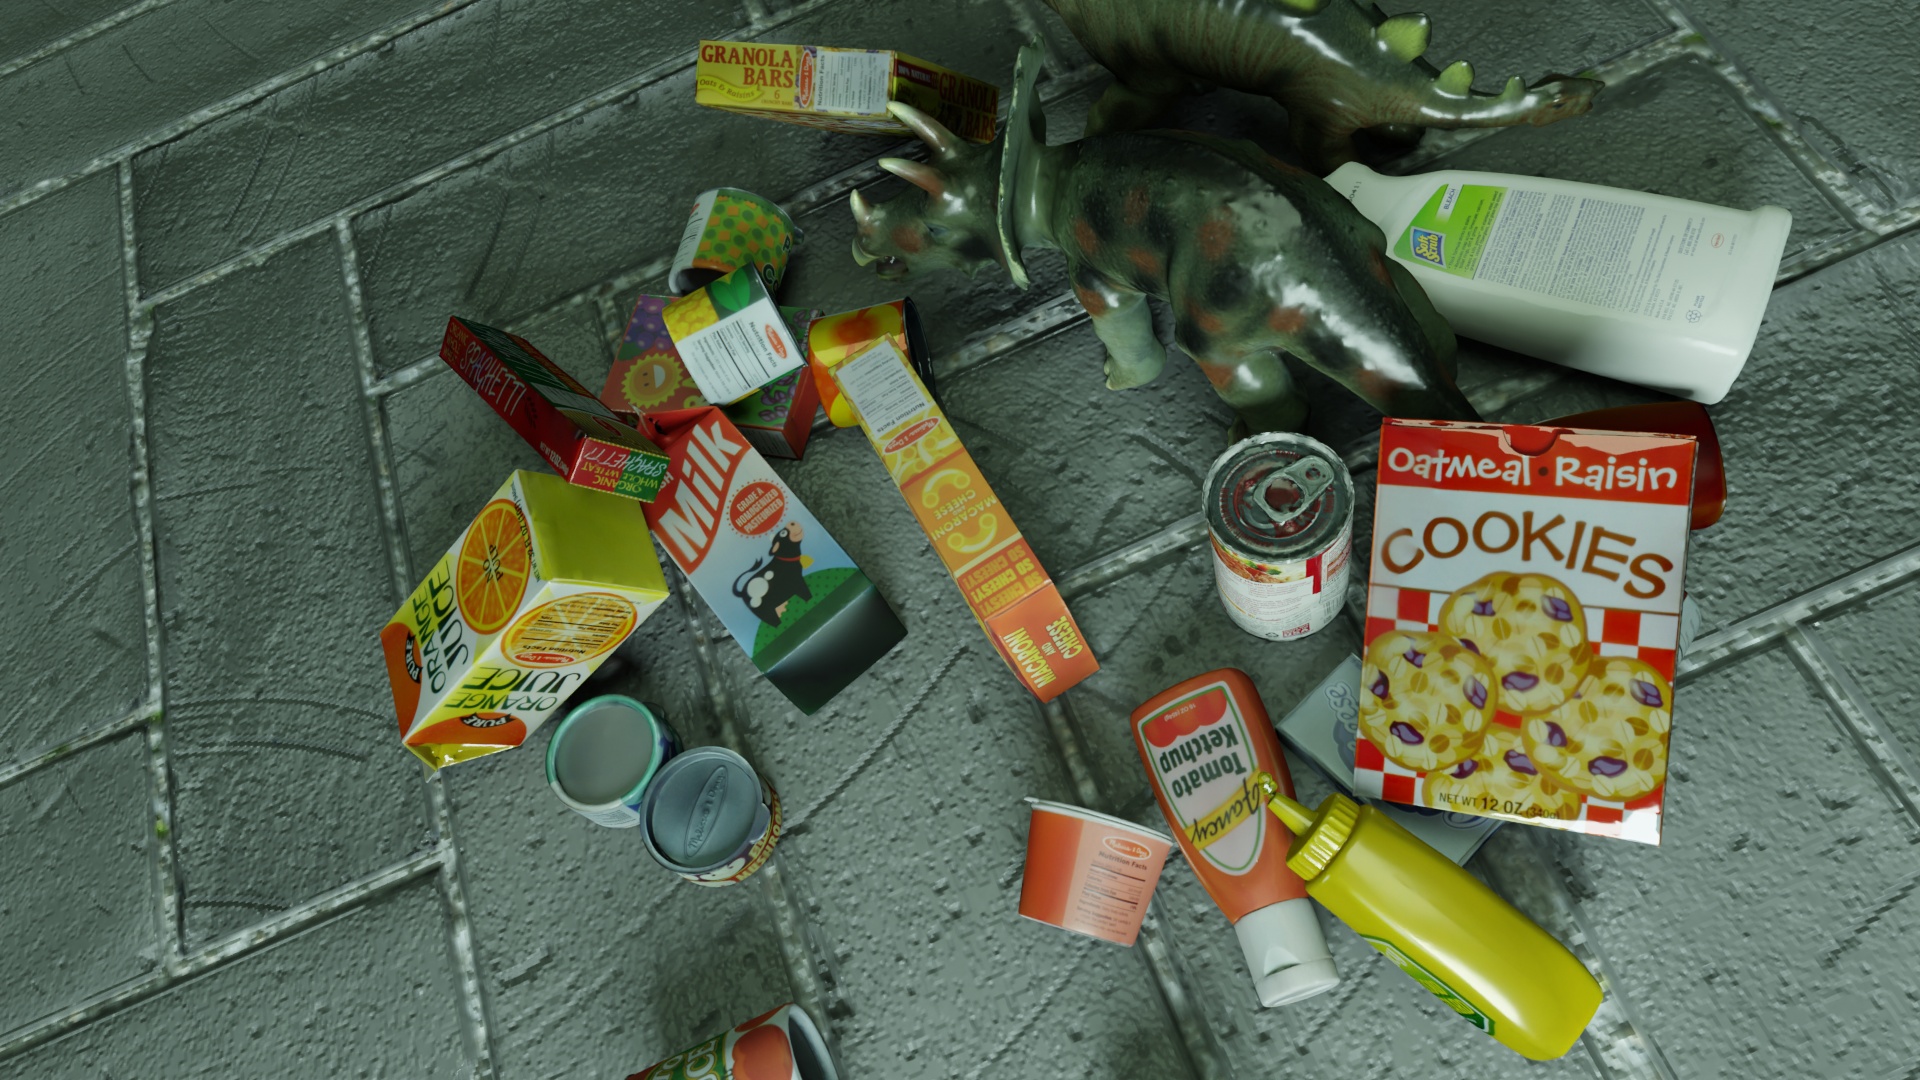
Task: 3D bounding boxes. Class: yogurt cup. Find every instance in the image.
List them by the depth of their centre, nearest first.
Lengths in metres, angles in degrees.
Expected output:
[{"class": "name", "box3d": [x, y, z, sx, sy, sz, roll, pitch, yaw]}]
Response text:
[{"class": "yogurt cup", "box3d": [0.060, 0.155, 0.645, 0.072, 0.072, 0.054, 11, 76, 19]}]

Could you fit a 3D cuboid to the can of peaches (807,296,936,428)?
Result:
[{"class": "can of peaches", "box3d": [-0.050, -0.100, 0.797, 0.058, 0.071, 0.071, -11, 62, 9]}]

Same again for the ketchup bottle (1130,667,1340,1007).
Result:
[{"class": "ketchup bottle", "box3d": [0.131, 0.137, 0.645, 0.064, 0.043, 0.149, -29, 59, 20]}]

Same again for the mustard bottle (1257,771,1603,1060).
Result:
[{"class": "mustard bottle", "box3d": [0.190, 0.154, 0.594, 0.160, 0.065, 0.049, 37, 80, 10]}]

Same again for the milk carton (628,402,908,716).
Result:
[{"class": "milk carton", "box3d": [-0.120, -0.003, 0.762, 0.073, 0.072, 0.191, -40, 61, -6]}]

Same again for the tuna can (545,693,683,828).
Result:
[{"class": "tuna can", "box3d": [-0.183, 0.115, 0.741, 0.071, 0.032, 0.071, -6, 63, 11]}]

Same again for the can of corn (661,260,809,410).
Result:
[{"class": "can of corn", "box3d": [-0.127, -0.115, 0.780, 0.058, 0.071, 0.071, -28, 61, -1]}]

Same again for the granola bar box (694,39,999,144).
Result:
[{"class": "granola bar box", "box3d": [-0.062, -0.267, 0.835, 0.124, 0.166, 0.039, 11, 104, 20]}]

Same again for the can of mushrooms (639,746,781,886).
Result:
[{"class": "can of mushrooms", "box3d": [-0.125, 0.143, 0.713, 0.071, 0.033, 0.071, -6, 62, 11]}]

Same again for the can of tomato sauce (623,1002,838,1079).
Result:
[{"class": "can of tomato sauce", "box3d": [-0.103, 0.257, 0.629, 0.083, 0.071, 0.071, -25, 61, 0]}]

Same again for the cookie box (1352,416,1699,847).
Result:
[{"class": "cookie box", "box3d": [0.238, 0.034, 0.592, 0.123, 0.040, 0.167, 6, 95, 25]}]

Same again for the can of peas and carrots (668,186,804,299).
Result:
[{"class": "can of peas and carrots", "box3d": [-0.138, -0.173, 0.857, 0.071, 0.070, 0.059, 6, 66, 17]}]

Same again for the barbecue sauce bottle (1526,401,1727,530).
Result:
[{"class": "barbecue sauce bottle", "box3d": [0.293, -0.032, 0.691, 0.148, 0.043, 0.065, -5, 62, 12]}]

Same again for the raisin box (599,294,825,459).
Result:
[{"class": "raisin box", "box3d": [-0.145, -0.100, 0.836, 0.123, 0.040, 0.086, 7, 67, 16]}]

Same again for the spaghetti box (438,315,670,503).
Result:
[{"class": "spaghetti box", "box3d": [-0.238, -0.080, 0.791, 0.250, 0.050, 0.028, 33, 104, 49]}]

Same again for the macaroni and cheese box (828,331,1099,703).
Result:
[{"class": "macaroni and cheese box", "box3d": [0.003, -0.009, 0.706, 0.040, 0.123, 0.167, -32, 61, 1]}]

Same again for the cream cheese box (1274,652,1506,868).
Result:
[{"class": "cream cheese box", "box3d": [0.205, 0.106, 0.654, 0.053, 0.024, 0.104, -44, 62, -7]}]

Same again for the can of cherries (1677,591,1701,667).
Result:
[{"class": "can of cherries", "box3d": [0.293, 0.045, 0.639, 0.071, 0.071, 0.058, 29, 74, 25]}]

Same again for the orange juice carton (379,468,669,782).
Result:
[{"class": "orange juice carton", "box3d": [-0.246, 0.051, 0.742, 0.192, 0.073, 0.072, -42, 57, 28]}]
